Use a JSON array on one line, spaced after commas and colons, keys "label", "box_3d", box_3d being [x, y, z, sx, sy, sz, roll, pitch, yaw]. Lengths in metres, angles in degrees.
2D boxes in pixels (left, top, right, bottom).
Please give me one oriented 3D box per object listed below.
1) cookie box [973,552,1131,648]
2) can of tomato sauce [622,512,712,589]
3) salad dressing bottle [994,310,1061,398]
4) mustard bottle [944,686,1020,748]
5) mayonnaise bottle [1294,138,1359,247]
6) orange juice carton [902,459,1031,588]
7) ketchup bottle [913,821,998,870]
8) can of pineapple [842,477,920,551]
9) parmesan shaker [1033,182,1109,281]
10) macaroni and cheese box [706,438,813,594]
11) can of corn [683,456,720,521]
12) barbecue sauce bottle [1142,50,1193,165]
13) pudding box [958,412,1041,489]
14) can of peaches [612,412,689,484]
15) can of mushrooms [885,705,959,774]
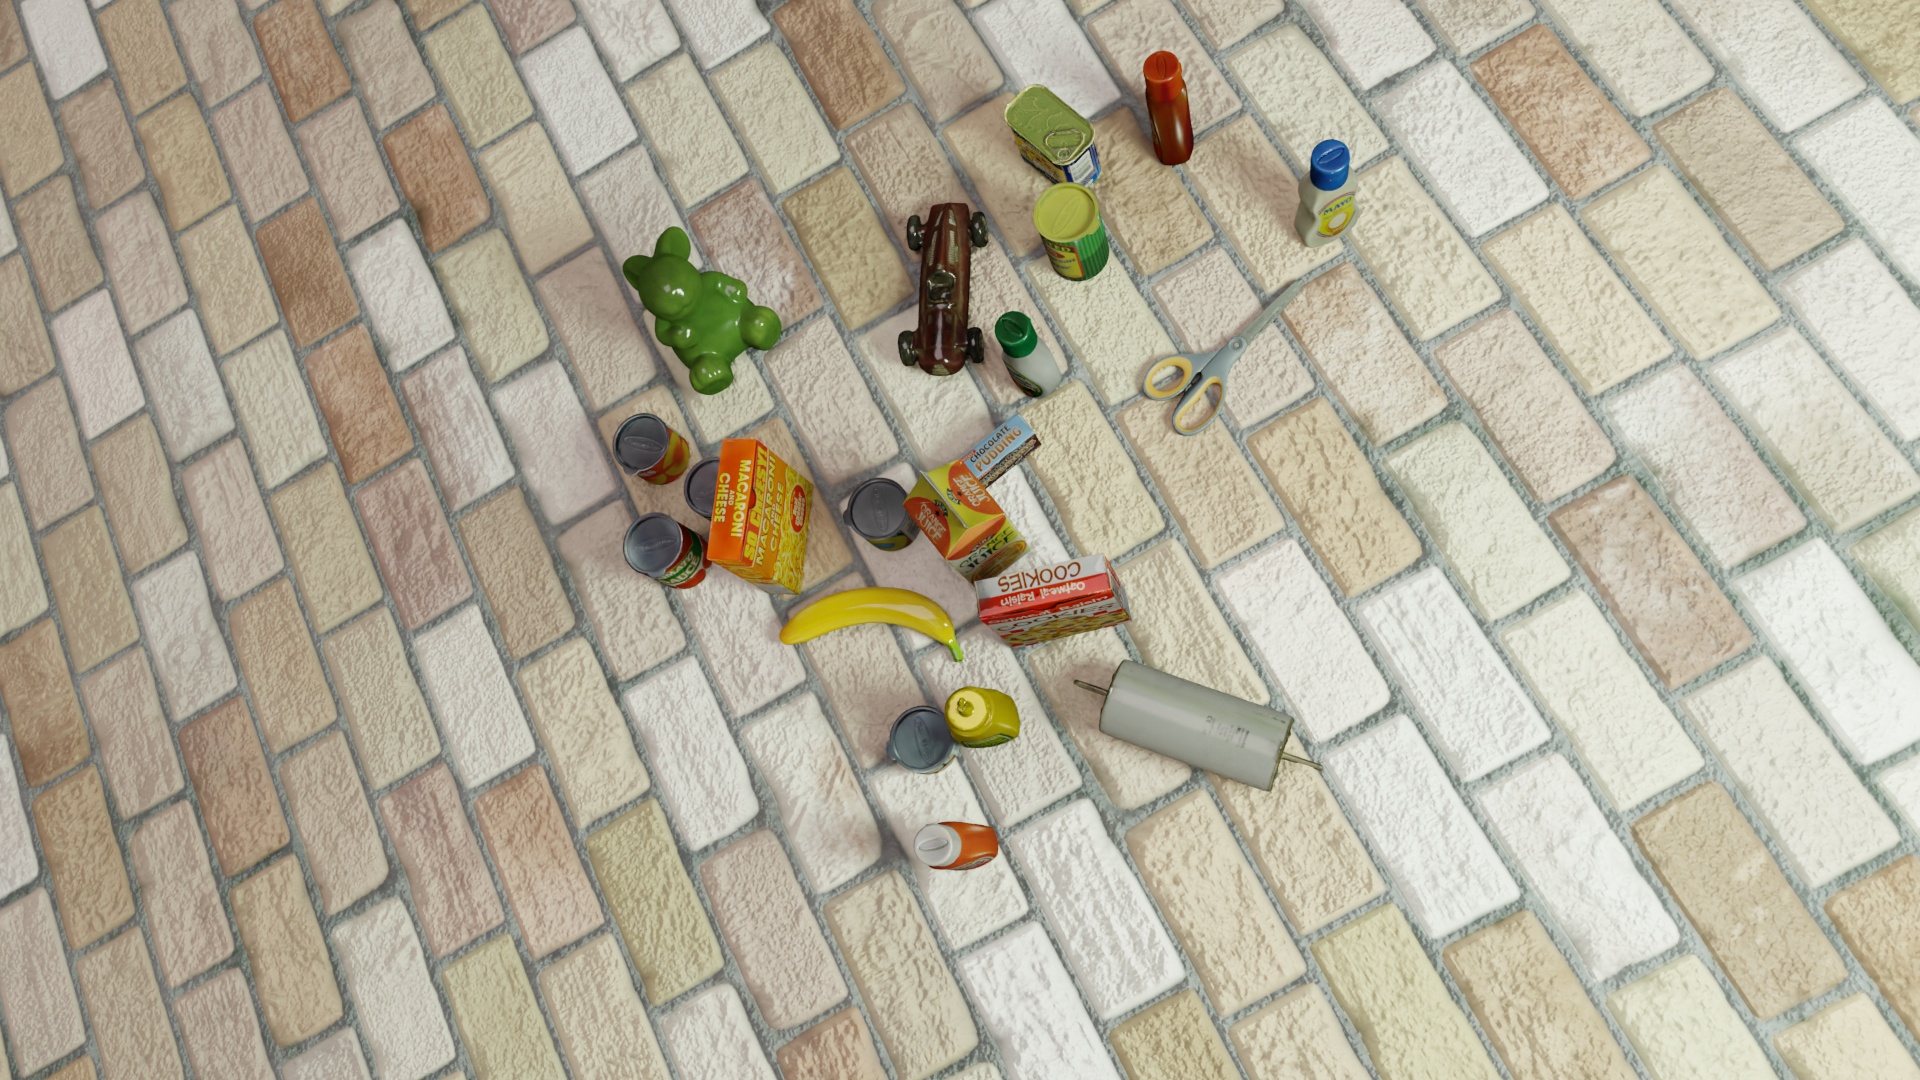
[{"label": "cookie box", "box_3d": [0.091, 0.060, 1.319, 0.123, 0.167, 0.040, -14, 74, 10]}, {"label": "can of tomato sauce", "box_3d": [-0.307, 0.014, 1.468, 0.071, 0.083, 0.071, -3, 76, 12]}, {"label": "salad dressing bottle", "box_3d": [0.066, -0.188, 1.399, 0.064, 0.147, 0.044, 40, 88, 19]}, {"label": "mustard bottle", "box_3d": [0.015, 0.166, 1.314, 0.065, 0.160, 0.049, -14, 74, 10]}, {"label": "mayonnaise bottle", "box_3d": [0.362, -0.343, 1.370, 0.065, 0.148, 0.041, -28, 72, 5]}, {"label": "orange juice carton", "box_3d": [0.005, -0.017, 1.345, 0.073, 0.192, 0.072, -38, 71, 2]}, {"label": "ketchup bottle", "box_3d": [-0.009, 0.285, 1.295, 0.065, 0.148, 0.043, -15, 74, 9]}, {"label": "can of pineapple", "box_3d": [-0.079, -0.026, 1.439, 0.071, 0.058, 0.071, -3, 76, 12]}, {"label": "parmesan shaker", "box_3d": [0.119, -0.317, 1.443, 0.071, 0.103, 0.071, -3, 76, 12]}, {"label": "macaroni and cheese box", "box_3d": [-0.199, -0.022, 1.408, 0.040, 0.166, 0.124, 2, 77, 14]}, {"label": "can of corn", "box_3d": [-0.252, -0.048, 1.484, 0.071, 0.058, 0.071, -3, 76, 12]}, {"label": "barbecue sauce bottle", "box_3d": [0.214, -0.448, 1.431, 0.043, 0.148, 0.065, -8, 75, 11]}, {"label": "pudding box", "box_3d": [0.040, -0.091, 1.432, 0.084, 0.049, 0.030, -38, 71, 1]}, {"label": "can of peaches", "box_3d": [-0.338, -0.097, 1.516, 0.071, 0.058, 0.071, -3, 76, 12]}, {"label": "can of mushrooms", "box_3d": [-0.037, 0.200, 1.384, 0.071, 0.033, 0.071, -3, 75, 12]}]
